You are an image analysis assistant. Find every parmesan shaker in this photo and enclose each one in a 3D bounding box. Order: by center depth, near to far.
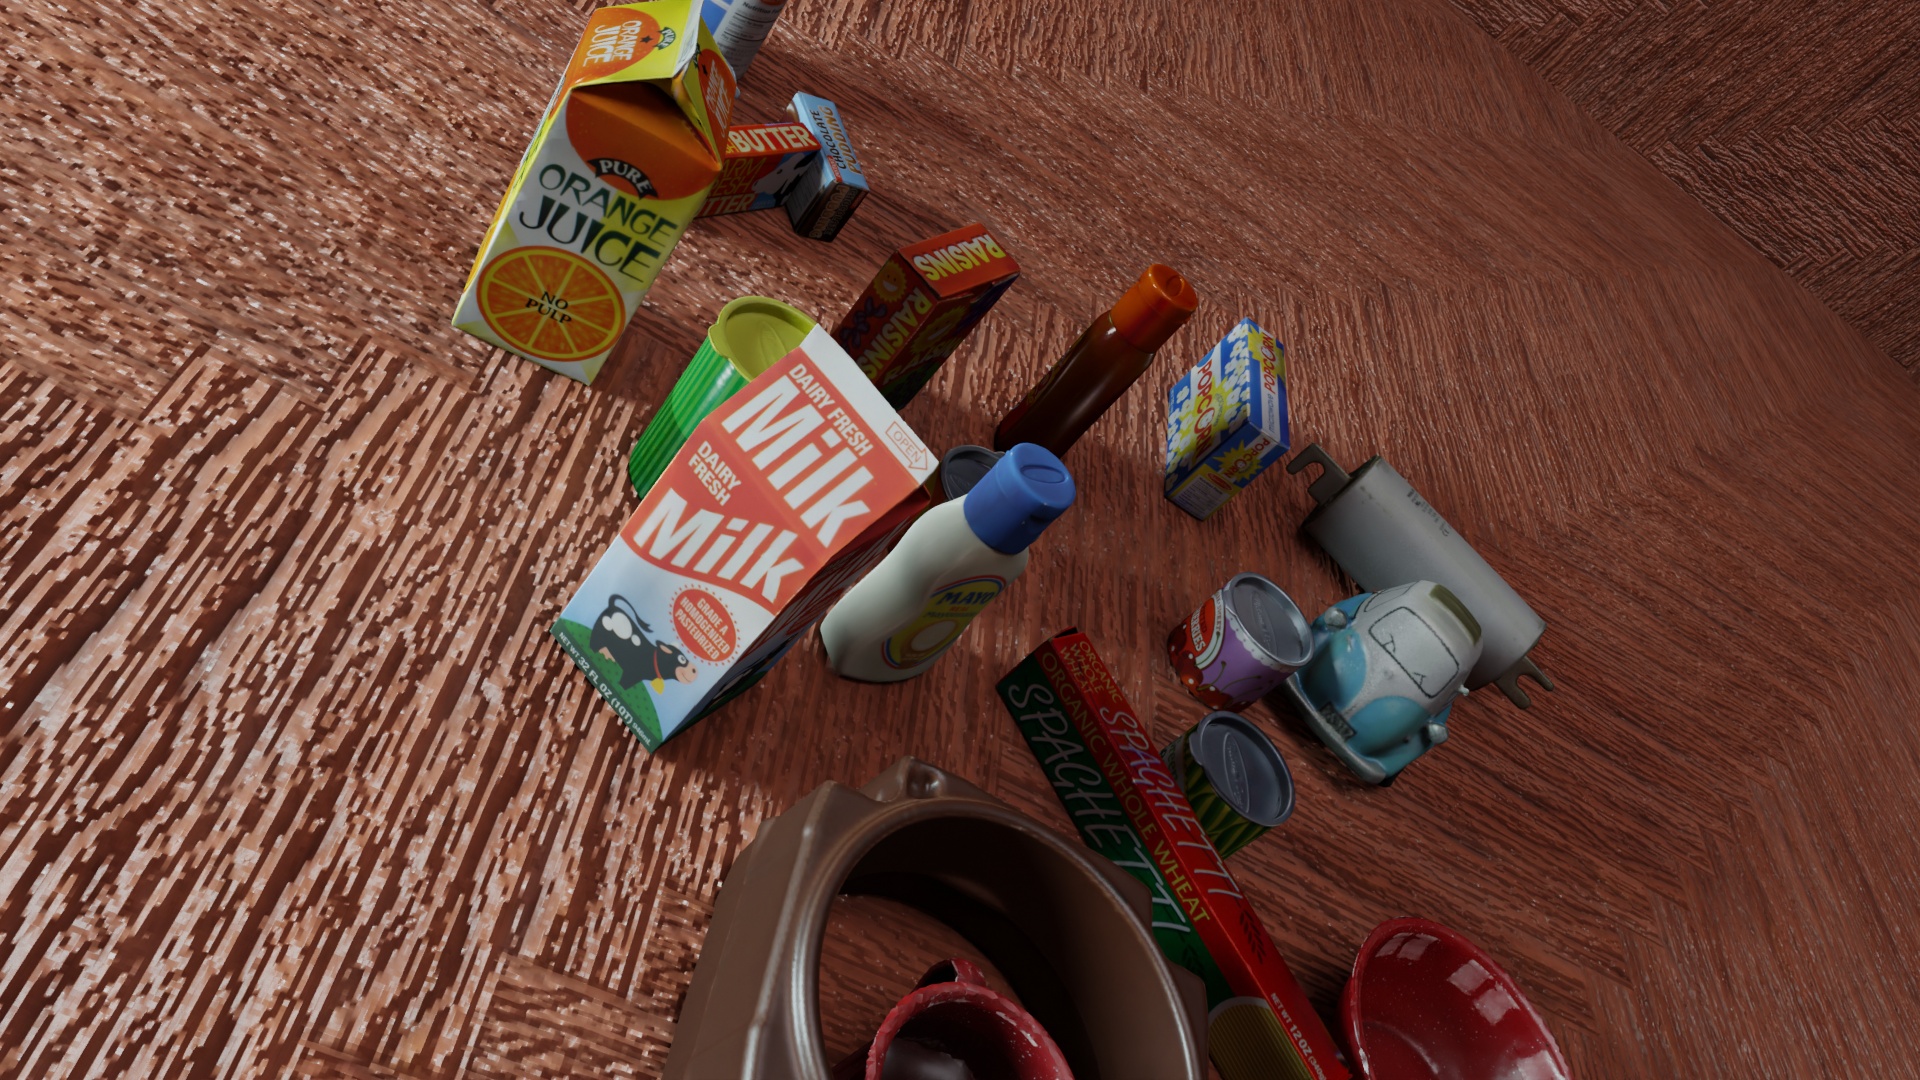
[{"bbox_3d":[-0.109,-0.057,0.657,0.071,0.102,0.072,24,42,-24],"label":"parmesan shaker"}]

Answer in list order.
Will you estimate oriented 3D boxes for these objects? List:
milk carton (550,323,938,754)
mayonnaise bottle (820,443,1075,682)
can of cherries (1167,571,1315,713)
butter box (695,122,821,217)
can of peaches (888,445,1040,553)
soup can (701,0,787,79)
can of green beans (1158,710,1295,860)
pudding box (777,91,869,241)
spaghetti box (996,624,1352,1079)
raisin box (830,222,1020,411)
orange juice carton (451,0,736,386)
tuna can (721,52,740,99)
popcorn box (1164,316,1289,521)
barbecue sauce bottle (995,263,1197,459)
[{"bbox_3d":[-0.082,0.000,0.556,0.072,0.189,0.074,49,38,6],"label":"milk carton"},{"bbox_3d":[-0.004,0.013,0.648,0.065,0.147,0.041,3,53,-41],"label":"mayonnaise bottle"},{"bbox_3d":[0.165,0.060,0.829,0.071,0.058,0.072,24,42,-24],"label":"can of cherries"},{"bbox_3d":[-0.134,-0.221,0.830,0.024,0.053,0.104,52,38,10],"label":"butter box"},{"bbox_3d":[0.003,-0.009,0.749,0.071,0.057,0.071,24,42,-24],"label":"can of peaches"},{"bbox_3d":[-0.154,-0.359,0.915,0.071,0.083,0.072,24,42,-24],"label":"soup can"},{"bbox_3d":[0.132,0.132,0.732,0.071,0.057,0.071,24,42,-24],"label":"can of green beans"},{"bbox_3d":[-0.093,-0.239,0.885,0.030,0.049,0.084,5,52,-40],"label":"pudding box"},{"bbox_3d":[0.099,0.159,0.684,0.029,0.050,0.250,-9,62,-46],"label":"spaghetti box"},{"bbox_3d":[-0.032,-0.112,0.761,0.040,0.122,0.086,49,38,7],"label":"raisin box"},{"bbox_3d":[-0.161,-0.168,0.641,0.073,0.191,0.072,24,42,-24],"label":"orange juice carton"},{"bbox_3d":[-0.175,-0.289,0.873,0.071,0.032,0.071,24,42,-24],"label":"tuna can"},{"bbox_3d":[0.183,-0.084,0.960,0.038,0.085,0.127,31,39,-16],"label":"popcorn box"},{"bbox_3d":[0.082,-0.102,0.834,0.043,0.148,0.065,42,38,-3],"label":"barbecue sauce bottle"}]
